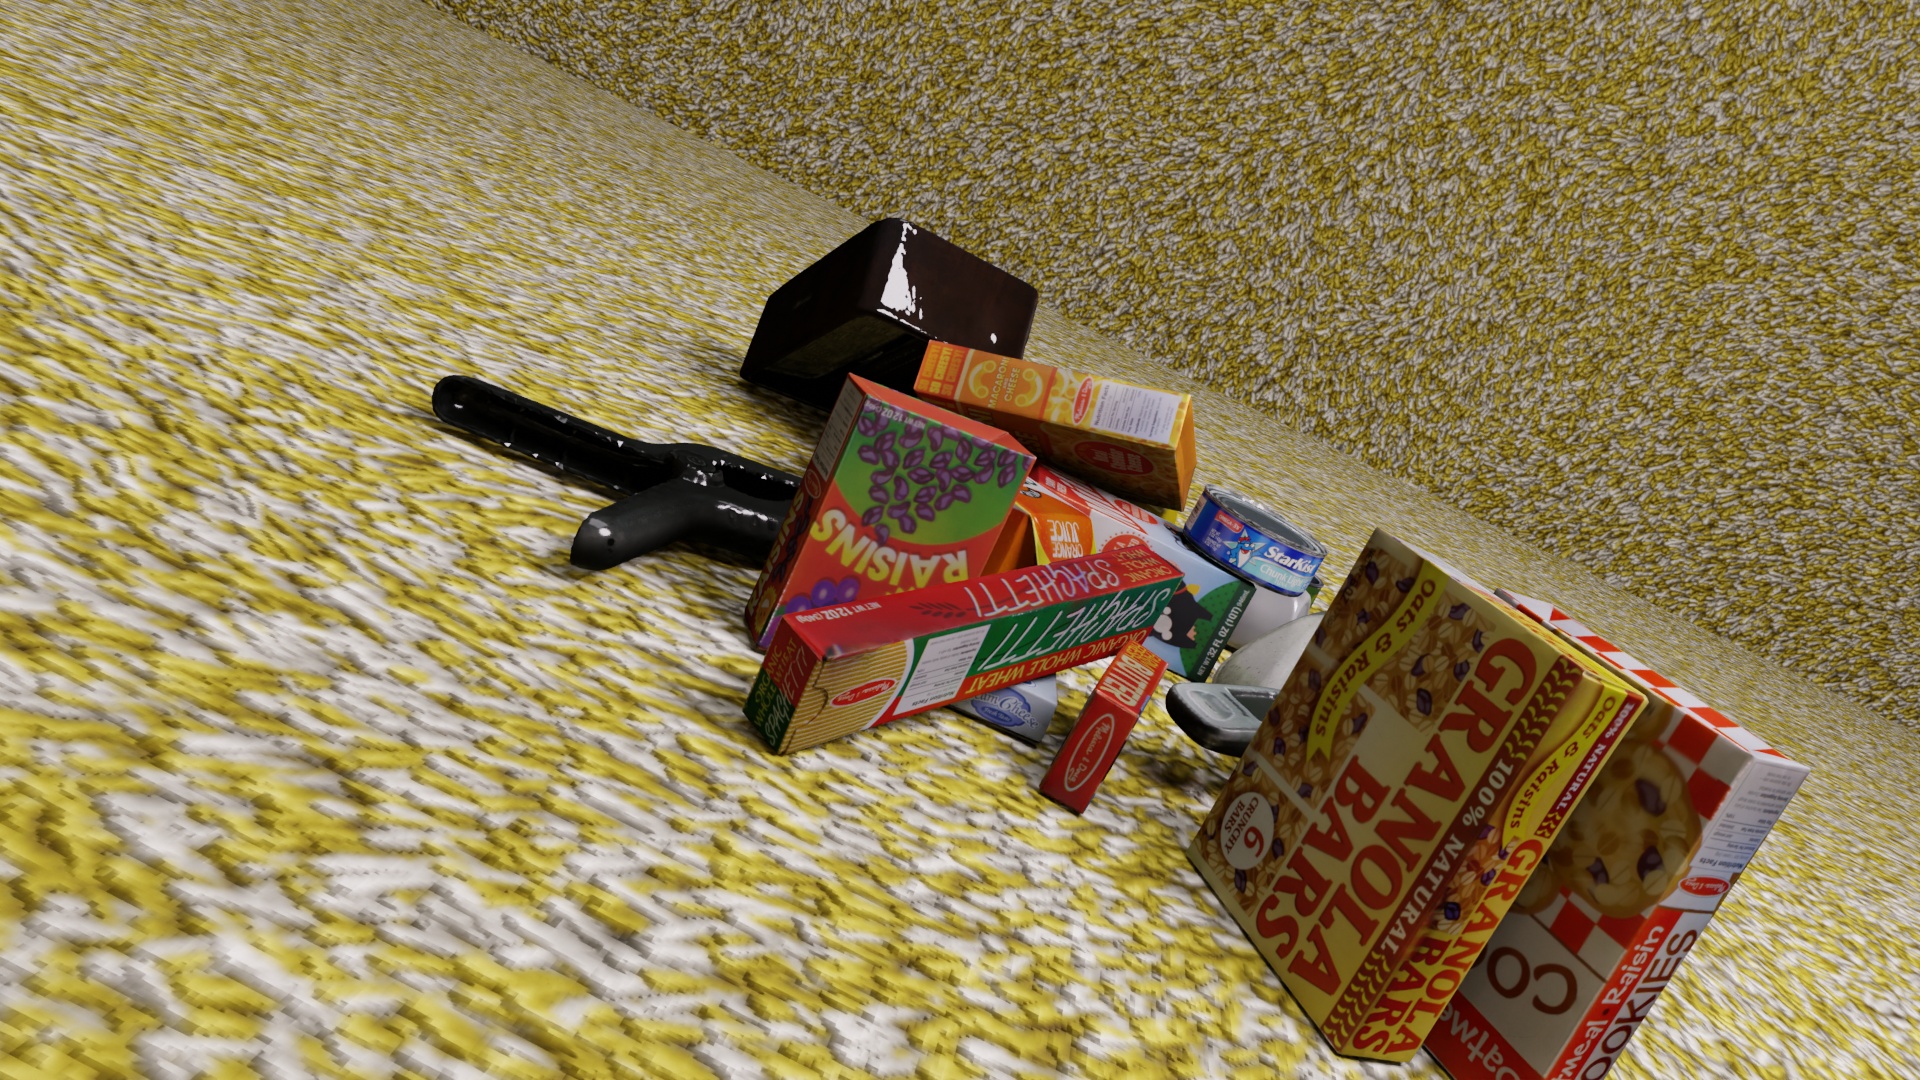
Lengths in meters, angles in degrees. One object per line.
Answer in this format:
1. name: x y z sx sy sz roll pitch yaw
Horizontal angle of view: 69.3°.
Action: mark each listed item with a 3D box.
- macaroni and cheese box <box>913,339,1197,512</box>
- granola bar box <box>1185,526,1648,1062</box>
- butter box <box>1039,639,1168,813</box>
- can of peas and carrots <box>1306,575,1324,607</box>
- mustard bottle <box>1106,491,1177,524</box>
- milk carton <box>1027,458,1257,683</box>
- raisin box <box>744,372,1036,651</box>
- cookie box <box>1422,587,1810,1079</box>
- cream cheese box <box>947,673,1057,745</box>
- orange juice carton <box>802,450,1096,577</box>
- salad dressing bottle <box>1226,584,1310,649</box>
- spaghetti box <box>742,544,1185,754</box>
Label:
1. macaroni and cheese box: 0.064 -0.071 0.890 0.166 0.040 0.123 14 -13 15
2. granola bar box: 0.169 0.095 0.542 0.039 0.165 0.124 20 15 -27
3. butter box: 0.067 0.082 0.636 0.024 0.053 0.104 30 15 9
4. can of peas and carrots: 0.221 0.041 1.018 0.071 0.058 0.071 24 15 -6
5. mustard bottle: 0.101 -0.033 0.971 0.160 0.048 0.065 37 22 29
6. milk carton: 0.080 0.009 0.867 0.190 0.072 0.073 25 15 -3
7. raisin box: -0.032 -0.001 0.617 0.086 0.123 0.040 19 14 -26
8. cookie box: 0.220 0.121 0.536 0.040 0.167 0.123 14 19 -30
9. cream cheese box: 0.019 0.061 0.684 0.053 0.024 0.104 24 15 -4
10. orange juice carton: 0.003 -0.010 0.804 0.193 0.073 0.072 35 16 30
11. salad dressing bottle: 0.168 0.030 0.973 0.148 0.064 0.044 24 1 24
12. spaghetti box: 0.014 0.041 0.609 0.029 0.050 0.251 42 31 28
